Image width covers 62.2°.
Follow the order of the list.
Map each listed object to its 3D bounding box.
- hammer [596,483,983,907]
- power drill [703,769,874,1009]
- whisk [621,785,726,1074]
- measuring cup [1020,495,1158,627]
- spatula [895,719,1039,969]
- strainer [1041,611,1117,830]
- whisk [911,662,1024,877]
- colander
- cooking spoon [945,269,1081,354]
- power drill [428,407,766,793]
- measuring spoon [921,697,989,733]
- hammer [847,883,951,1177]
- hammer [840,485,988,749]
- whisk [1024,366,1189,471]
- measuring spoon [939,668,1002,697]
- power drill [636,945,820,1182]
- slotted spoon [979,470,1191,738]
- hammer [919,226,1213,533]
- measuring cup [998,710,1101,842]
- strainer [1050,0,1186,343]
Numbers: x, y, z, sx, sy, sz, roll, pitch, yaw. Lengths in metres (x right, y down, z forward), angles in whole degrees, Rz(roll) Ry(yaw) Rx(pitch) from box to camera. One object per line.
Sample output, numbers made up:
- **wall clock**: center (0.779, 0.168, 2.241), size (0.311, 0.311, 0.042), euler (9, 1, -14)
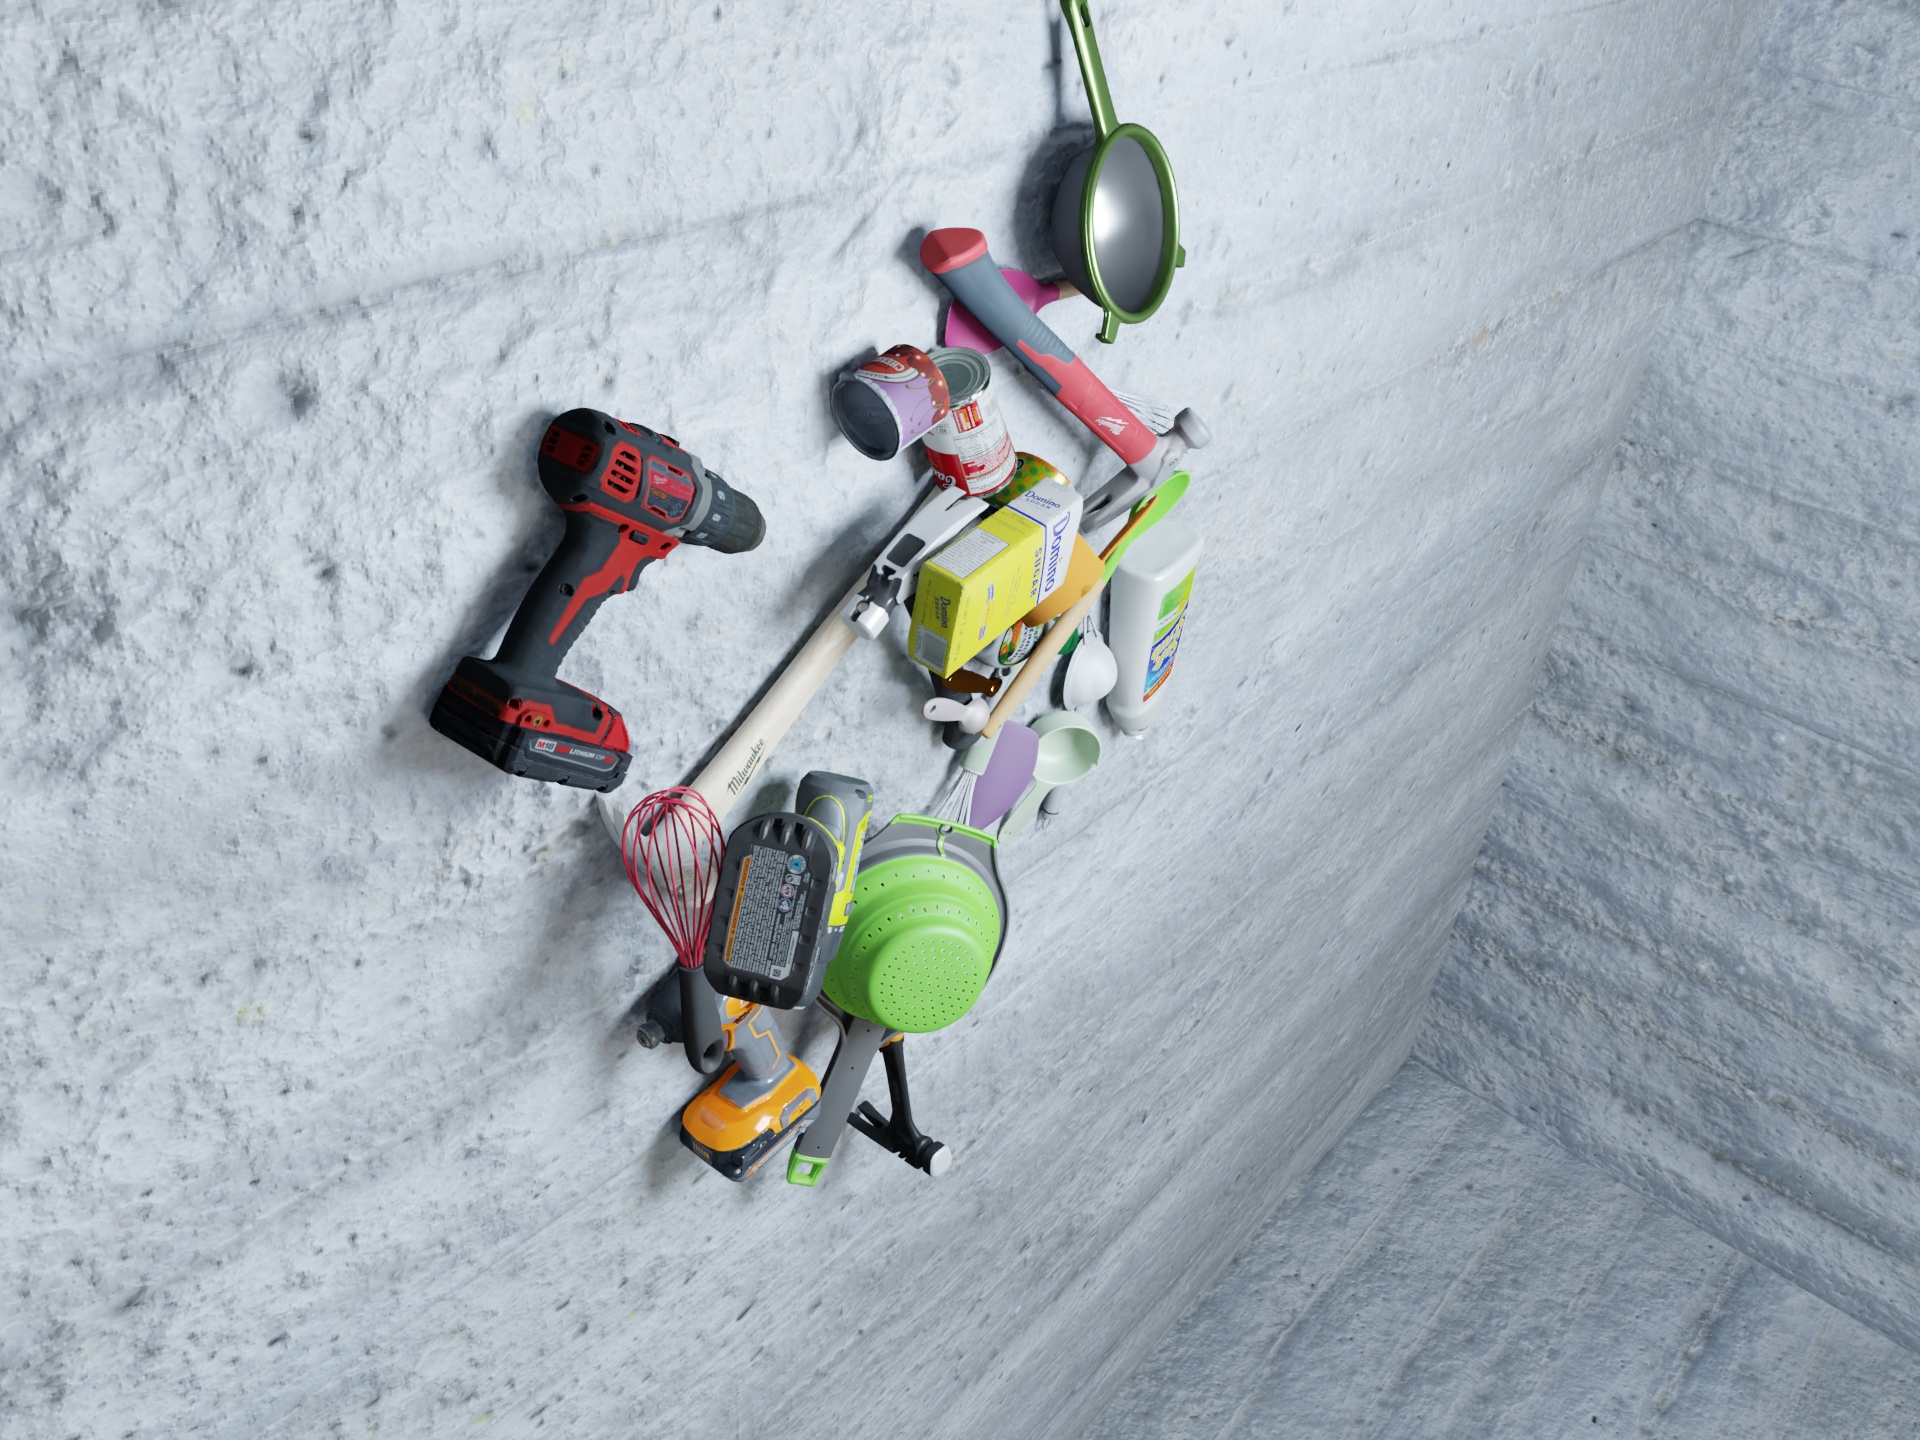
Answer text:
- **hammer**: center (-0.117, -0.048, 1.236), size (0.411, 0.038, 0.146), euler (-53, 148, -15)
- **power drill**: center (-0.125, 0.142, 1.205), size (0.228, 0.080, 0.190), euler (-23, 126, -84)
- **whisk**: center (-0.201, 0.164, 1.179), size (0.073, 0.073, 0.295), euler (-36, 141, -36)
- **measuring cup**: center (0.104, -0.157, 1.397), size (0.173, 0.095, 0.052), euler (-46, 106, -16)
- **spatula**: center (-0.008, 0.146, 1.571), size (0.059, 0.018, 0.316), euler (26, 96, -24)
- **strainer**: center (0.120, 0.010, 1.644), size (0.087, 0.050, 0.258), euler (-33, 144, -51)
- **whisk**: center (0.006, 0.053, 1.501), size (0.059, 0.058, 0.246), euler (18, 95, -53)
- **colander**: center (-0.071, 0.281, 1.435), size (0.204, 0.095, 0.397), euler (15, 108, -23)
- **cooking spoon**: center (0.091, -0.357, 1.311), size (0.319, 0.017, 0.068), euler (-29, 140, -42)
- **power drill**: center (-0.221, -0.073, 1.021), size (0.187, 0.080, 0.226), euler (19, 95, -60)
- **measuring spoon**: center (-0.002, -0.004, 1.363), size (0.034, 0.018, 0.124), euler (-62, 159, 8)
- **hammer**: center (-0.075, 0.292, 1.546), size (0.034, 0.127, 0.336), euler (-32, 129, -38)
- **hammer**: center (-0.014, -0.062, 1.331), size (0.146, 0.035, 0.334), euler (-54, 159, -16)
- **whisk**: center (0.131, -0.282, 1.405), size (0.284, 0.070, 0.070), euler (16, 102, -54)
- **measuring spoon**: center (0.007, -0.034, 1.360), size (0.021, 0.011, 0.116), euler (-59, 156, 10)
- **power drill**: center (-0.197, 0.282, 1.351), size (0.164, 0.084, 0.226), euler (-34, 136, -38)
- **slotted spoon**: center (0.112, -0.110, 1.455), size (0.314, 0.031, 0.070), euler (-54, 162, -12)
- **hammer**: center (0.070, -0.271, 1.284), size (0.143, 0.038, 0.386), euler (-38, 148, 16)
- **measuring cup**: center (0.079, 0.057, 1.622), size (0.083, 0.038, 0.167), euler (17, 124, -26)
- **strainer**: center (0.096, -0.429, 1.223), size (0.151, 0.069, 0.256), euler (-52, 135, -37)
